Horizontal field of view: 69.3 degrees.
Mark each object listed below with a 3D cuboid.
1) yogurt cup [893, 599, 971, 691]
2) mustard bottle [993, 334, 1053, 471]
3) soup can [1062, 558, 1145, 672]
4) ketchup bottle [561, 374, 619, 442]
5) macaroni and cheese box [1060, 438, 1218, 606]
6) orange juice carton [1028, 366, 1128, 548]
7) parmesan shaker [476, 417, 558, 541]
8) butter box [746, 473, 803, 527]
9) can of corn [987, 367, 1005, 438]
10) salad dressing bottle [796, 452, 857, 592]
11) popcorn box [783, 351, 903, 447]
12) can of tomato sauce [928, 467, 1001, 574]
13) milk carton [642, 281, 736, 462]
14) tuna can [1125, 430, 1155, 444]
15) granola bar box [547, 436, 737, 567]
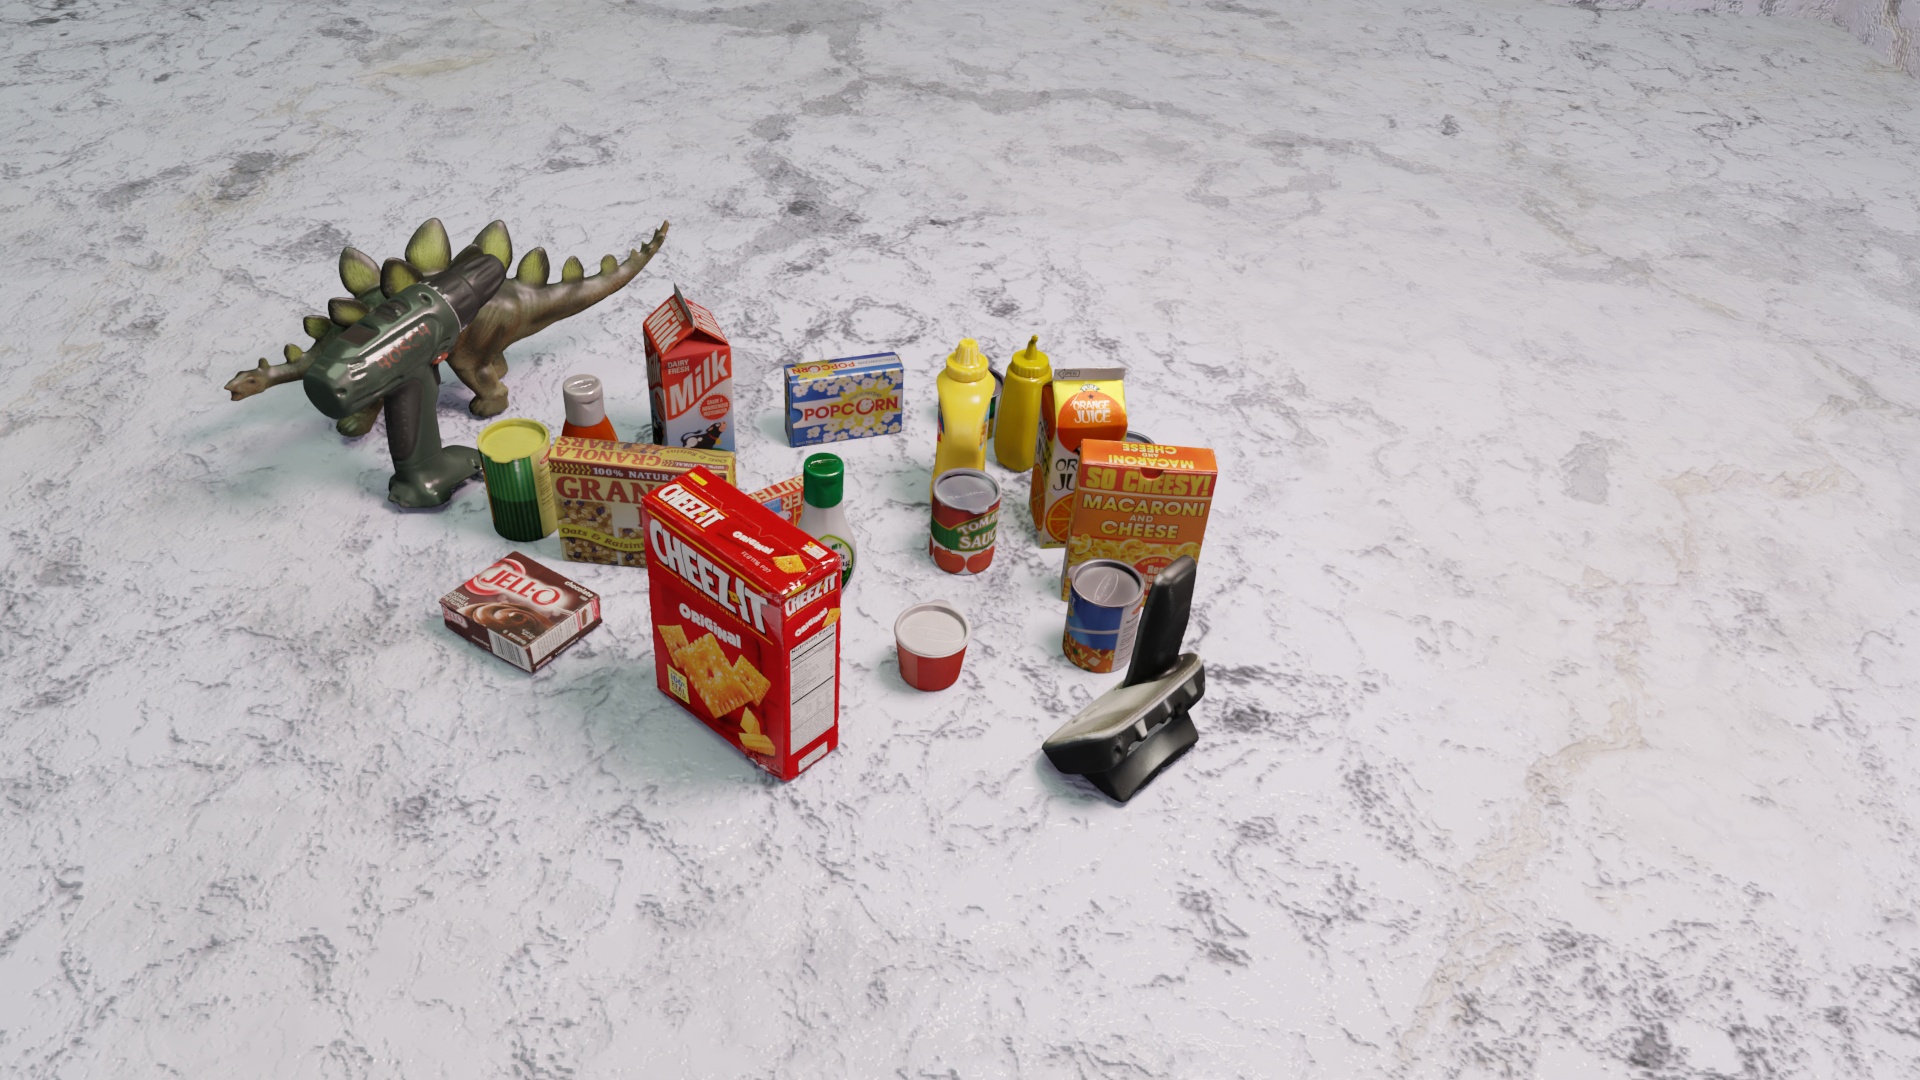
[{"bbox_3d":[-0.026,0.096,1.230,0.072,0.053,0.073,3,39,-2],"label":"yogurt cup"},{"bbox_3d":[0.070,-0.150,1.456,0.049,0.159,0.066,24,43,22],"label":"mustard bottle"},{"bbox_3d":[0.126,0.067,1.257,0.071,0.083,0.072,3,39,-2],"label":"soup can"},{"bbox_3d":[-0.360,-0.091,1.348,0.065,0.148,0.043,-23,47,-30],"label":"ketchup bottle"},{"bbox_3d":[0.164,-0.012,1.293,0.124,0.165,0.040,4,39,-1],"label":"macaroni and cheese box"},{"bbox_3d":[0.116,-0.089,1.360,0.072,0.191,0.073,-2,40,-9],"label":"orange juice carton"},{"bbox_3d":[-0.424,-0.056,1.335,0.071,0.102,0.072,3,39,-2],"label":"parmesan shaker"},{"bbox_3d":[-0.169,-0.033,1.373,0.104,0.052,0.024,-23,47,-30],"label":"butter box"},{"bbox_3d":[0.013,-0.152,1.532,0.071,0.058,0.071,3,39,-2],"label":"can of corn"},{"bbox_3d":[-0.127,-0.012,1.278,0.064,0.146,0.044,-9,41,-16],"label":"salad dressing bottle"},{"bbox_3d":[-0.126,-0.152,1.497,0.127,0.084,0.038,-9,41,-17],"label":"popcorn box"},{"bbox_3d":[0.005,-0.017,1.348,0.071,0.082,0.071,3,39,-2],"label":"can of tomato sauce"},{"bbox_3d":[-0.276,-0.164,1.414,0.073,0.189,0.072,-14,43,-21],"label":"milk carton"},{"bbox_3d":[0.179,-0.086,1.488,0.071,0.032,0.071,3,39,-2],"label":"tuna can"},{"bbox_3d":[-0.294,-0.031,1.302,0.166,0.123,0.039,5,39,0],"label":"granola bar box"}]
